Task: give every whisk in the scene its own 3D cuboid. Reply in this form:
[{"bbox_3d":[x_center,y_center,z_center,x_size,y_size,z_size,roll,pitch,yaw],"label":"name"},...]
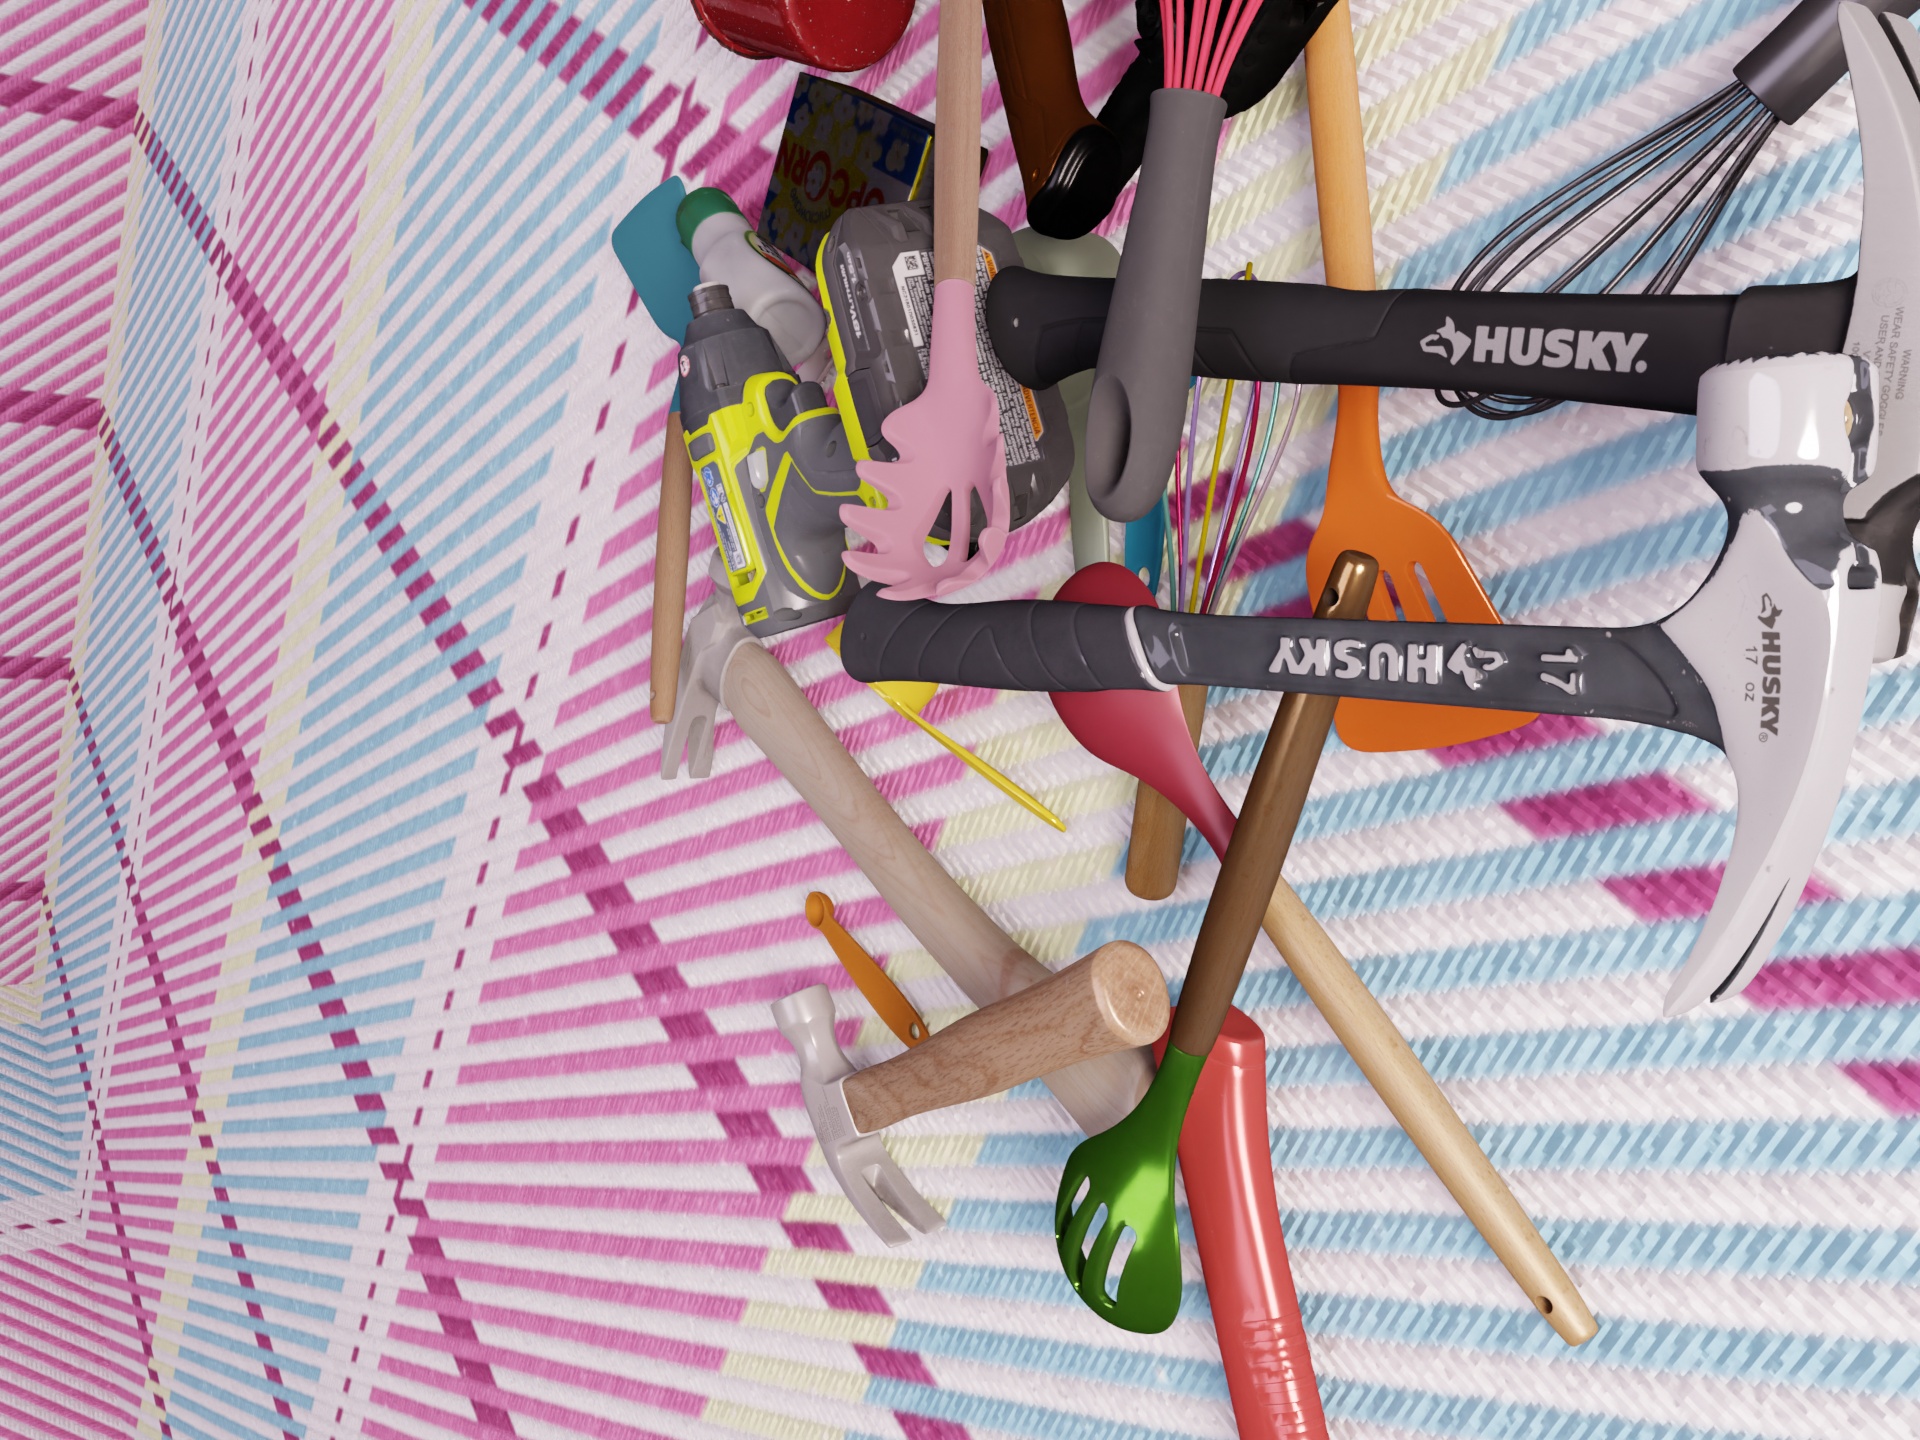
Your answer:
[{"bbox_3d":[0.072,-0.207,0.479,0.073,0.073,0.296,19,102,50],"label":"whisk"},{"bbox_3d":[0.220,-0.171,0.434,0.239,0.055,0.055,-47,55,36],"label":"whisk"},{"bbox_3d":[0.087,-0.047,0.599,0.047,0.051,0.245,-139,53,-64],"label":"whisk"}]

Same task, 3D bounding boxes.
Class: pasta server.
[{"bbox_3d":[-0.005,-0.188,0.589,0.060,0.040,0.316,-6,71,24],"label":"pasta server"}]

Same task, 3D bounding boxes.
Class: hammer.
[{"bbox_3d":[0.012,-0.335,0.669,0.127,0.034,0.337,-39,52,46],"label":"hammer"},{"bbox_3d":[0.115,0.282,0.572,0.149,0.036,0.359,-27,69,48],"label":"hammer"},{"bbox_3d":[0.076,-0.017,0.507,0.409,0.036,0.149,6,99,55],"label":"hammer"},{"bbox_3d":[0.122,-0.122,0.480,0.335,0.035,0.146,20,113,49],"label":"hammer"},{"bbox_3d":[-0.037,0.071,0.766,0.411,0.038,0.146,45,125,42],"label":"hammer"},{"bbox_3d":[-0.003,0.147,0.664,0.331,0.031,0.130,-42,67,60],"label":"hammer"}]

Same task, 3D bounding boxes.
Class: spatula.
[{"bbox_3d":[0.141,-0.151,0.554,0.081,0.041,0.323,-15,74,50],"label":"spatula"},{"bbox_3d":[-0.171,-0.152,0.908,0.082,0.044,0.318,-19,65,46],"label":"spatula"}]

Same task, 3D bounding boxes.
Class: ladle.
[{"bbox_3d":[0.113,0.070,0.552,0.316,0.031,0.069,57,137,22],"label":"ladle"}]

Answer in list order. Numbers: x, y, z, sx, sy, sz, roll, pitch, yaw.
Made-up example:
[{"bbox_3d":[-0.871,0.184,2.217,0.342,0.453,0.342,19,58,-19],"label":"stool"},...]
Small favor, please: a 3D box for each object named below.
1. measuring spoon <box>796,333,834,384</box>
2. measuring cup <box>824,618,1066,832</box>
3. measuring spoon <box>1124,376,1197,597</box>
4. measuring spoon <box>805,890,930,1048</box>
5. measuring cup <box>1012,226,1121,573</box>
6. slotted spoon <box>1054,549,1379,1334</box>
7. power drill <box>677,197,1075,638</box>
[{"bbox_3d":[-0.091,-0.161,0.856,0.124,0.018,0.034,-48,48,32],"label":"measuring spoon"},{"bbox_3d":[-0.001,-0.002,0.722,0.157,0.062,0.029,38,83,31],"label":"measuring cup"},{"bbox_3d":[0.083,-0.106,0.636,0.042,0.021,0.128,25,118,48],"label":"measuring spoon"},{"bbox_3d":[-0.045,0.125,0.798,0.117,0.011,0.021,45,126,38],"label":"measuring spoon"},{"bbox_3d":[0.038,-0.128,0.668,0.083,0.038,0.168,-17,75,50],"label":"measuring cup"},{"bbox_3d":[0.085,0.089,0.547,0.070,0.031,0.313,40,123,45],"label":"slotted spoon"},{"bbox_3d":[-0.057,-0.137,0.706,0.223,0.080,0.171,-11,97,58],"label":"power drill"}]
